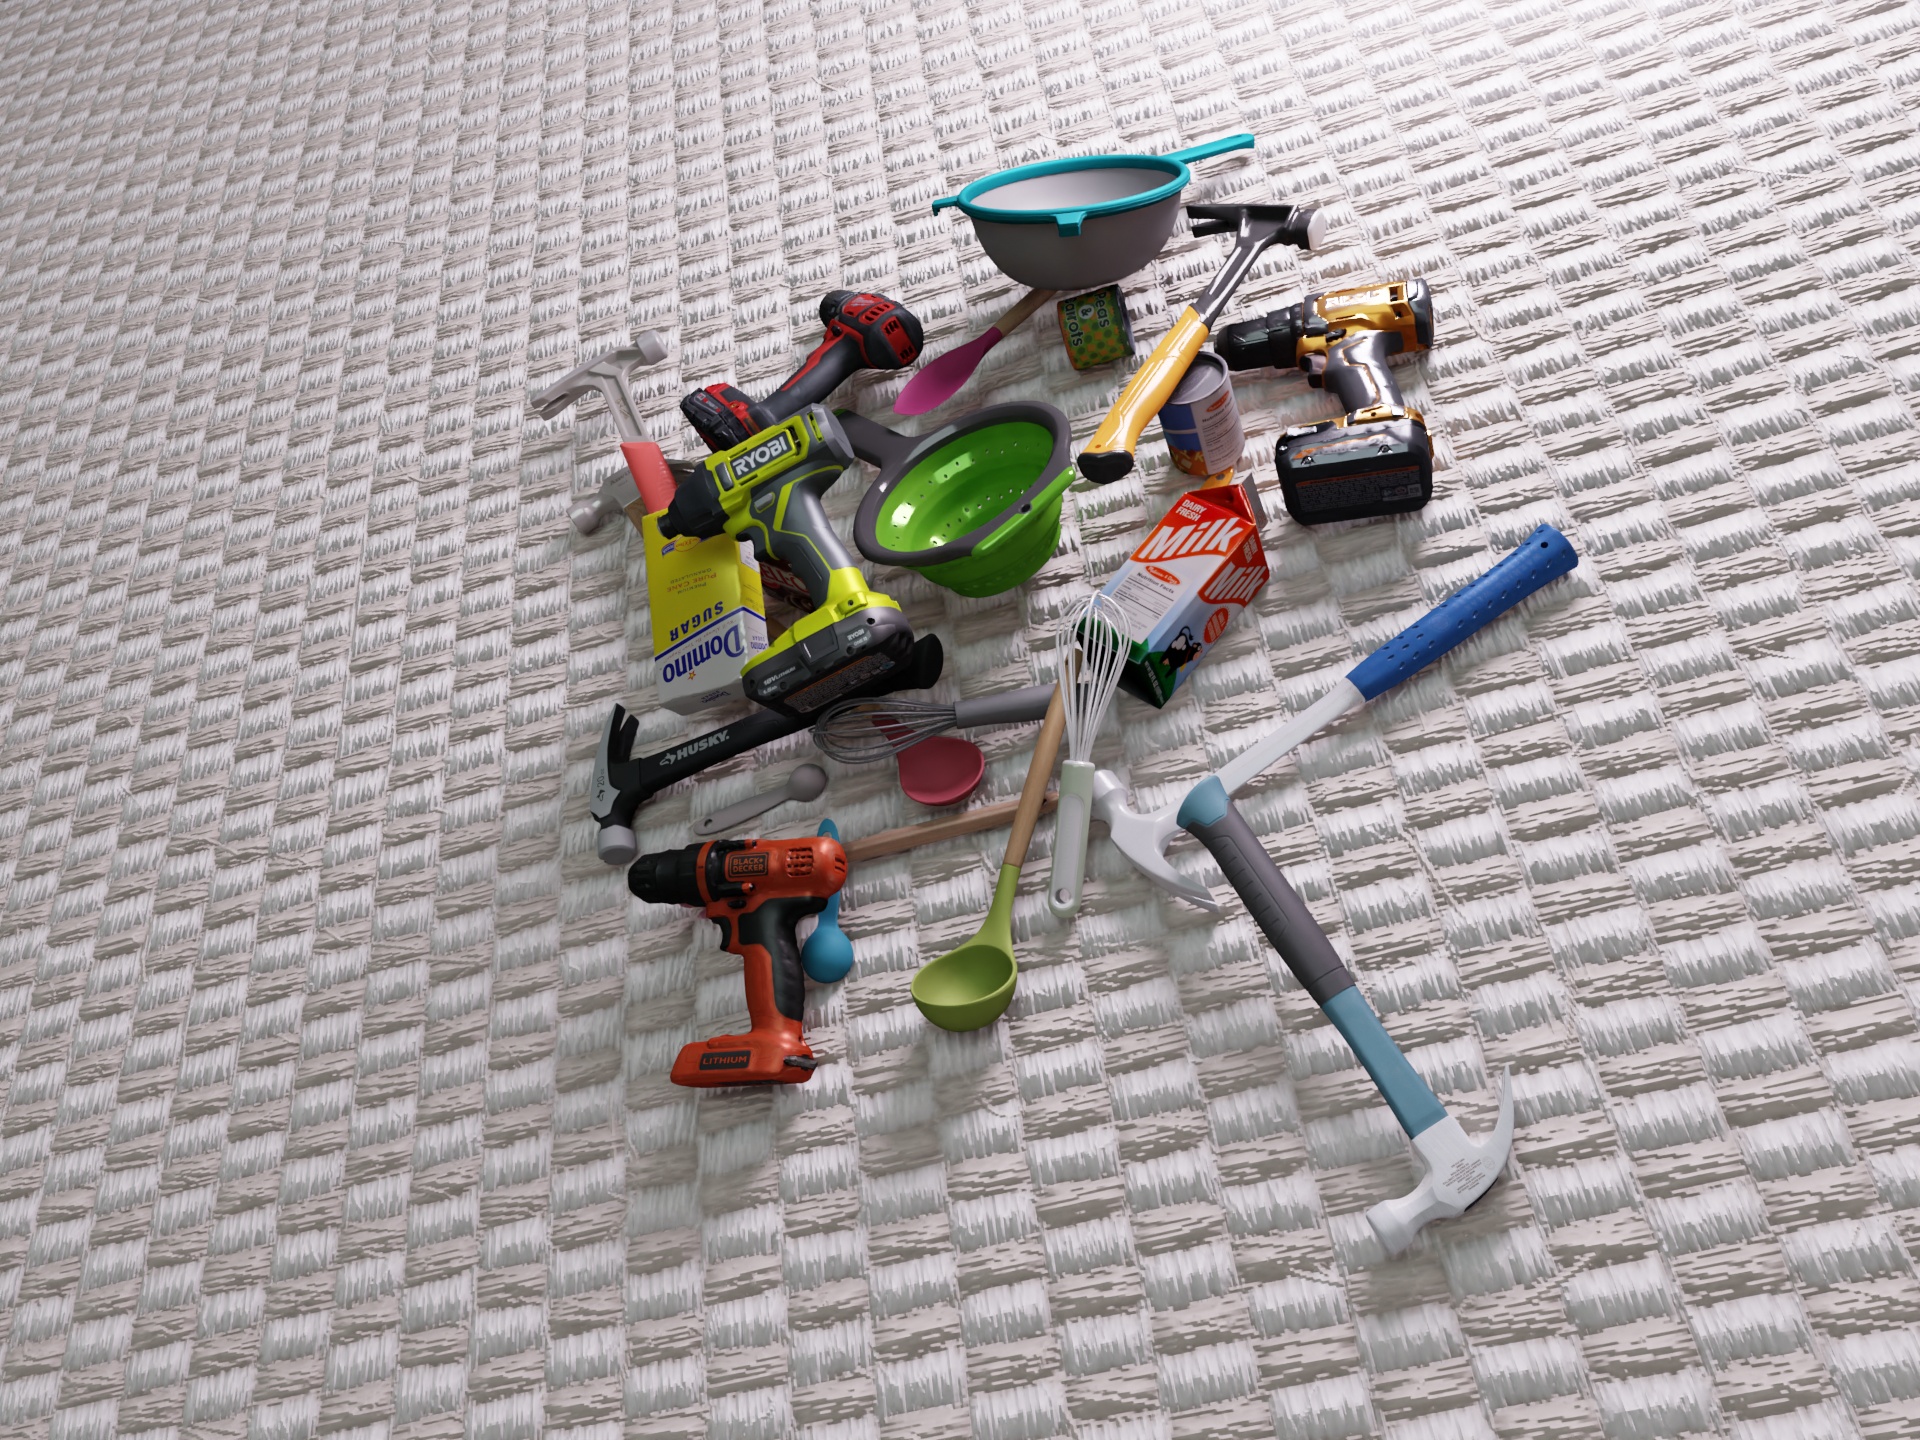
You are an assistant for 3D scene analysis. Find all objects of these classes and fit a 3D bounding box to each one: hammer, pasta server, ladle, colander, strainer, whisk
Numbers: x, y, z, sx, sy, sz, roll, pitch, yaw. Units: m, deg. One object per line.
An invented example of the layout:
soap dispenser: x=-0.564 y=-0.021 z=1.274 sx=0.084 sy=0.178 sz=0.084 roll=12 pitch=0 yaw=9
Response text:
hammer: x=0.289 y=-0.012 z=1.185 sx=0.405 sy=0.035 sz=0.144 roll=-35 pitch=52 yaw=-2
hammer: x=0.181 y=-0.320 z=1.324 sx=0.127 sy=0.034 sz=0.337 roll=15 pitch=57 yaw=33
pasta server: x=-0.073 y=0.099 z=1.258 sx=0.316 sy=0.040 sz=0.060 roll=-15 pitch=76 yaw=11
ladle: x=0.040 y=0.081 z=1.195 sx=0.078 sy=0.062 sz=0.320 roll=3 pitch=64 yaw=34
hammer: x=-0.258 y=-0.139 z=1.491 sx=0.130 sy=0.031 sz=0.332 roll=-36 pitch=53 yaw=-2
hammer: x=-0.166 y=0.001 z=1.340 sx=0.335 sy=0.035 sz=0.146 roll=-22 pitch=53 yaw=16
colander: x=-0.021 y=-0.200 z=1.411 sx=0.204 sy=0.094 sz=0.397 roll=-41 pitch=35 yaw=-9
strainer: x=0.155 y=-0.471 z=1.484 sx=0.340 sy=0.095 sz=0.211 roll=-26 pitch=35 yaw=-31
whisk: x=0.089 y=0.025 z=1.185 sx=0.058 sy=0.059 sz=0.246 roll=6 pitch=88 yaw=16
hammer: x=-0.307 y=-0.237 z=1.530 sx=0.149 sy=0.036 sz=0.359 roll=-30 pitch=53 yaw=2
hammer: x=0.243 y=0.174 z=1.059 sx=0.128 sy=0.033 sz=0.331 roll=-31 pitch=61 yaw=-1
whisk: x=-0.002 y=-0.005 z=1.264 sx=0.239 sy=0.055 sz=0.055 roll=-9 pitch=54 yaw=-4
ladle: x=-0.086 y=-0.016 z=1.345 sx=0.069 sy=0.031 sz=0.316 roll=-38 pitch=51 yaw=-16

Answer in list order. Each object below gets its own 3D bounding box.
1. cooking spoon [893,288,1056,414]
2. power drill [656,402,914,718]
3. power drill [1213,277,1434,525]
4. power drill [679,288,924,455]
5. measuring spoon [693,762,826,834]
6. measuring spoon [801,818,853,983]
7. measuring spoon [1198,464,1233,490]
cooking spoon: x=0.050 y=-0.376 z=1.490 sx=0.069 sy=0.017 sz=0.319 roll=17 pitch=54 yaw=44
power drill: x=-0.142 y=-0.122 z=1.274 sx=0.171 sy=0.080 sz=0.223 roll=-27 pitch=71 yaw=11
power drill: x=0.301 y=-0.270 z=1.322 sx=0.185 sy=0.084 sz=0.226 roll=-6 pitch=53 yaw=19
power drill: x=-0.156 y=-0.337 z=1.539 sx=0.226 sy=0.080 sz=0.188 roll=-38 pitch=34 yaw=-5
measuring spoon: x=-0.171 y=0.067 z=1.330 sx=0.124 sy=0.018 sz=0.034 roll=-23 pitch=53 yaw=7
measuring spoon: x=-0.106 y=0.138 z=1.231 sx=0.042 sy=0.021 sz=0.129 roll=-5 pitch=76 yaw=14
measuring spoon: x=0.194 y=-0.175 z=1.343 sx=0.021 sy=0.011 sz=0.117 roll=29 pitch=72 yaw=34
